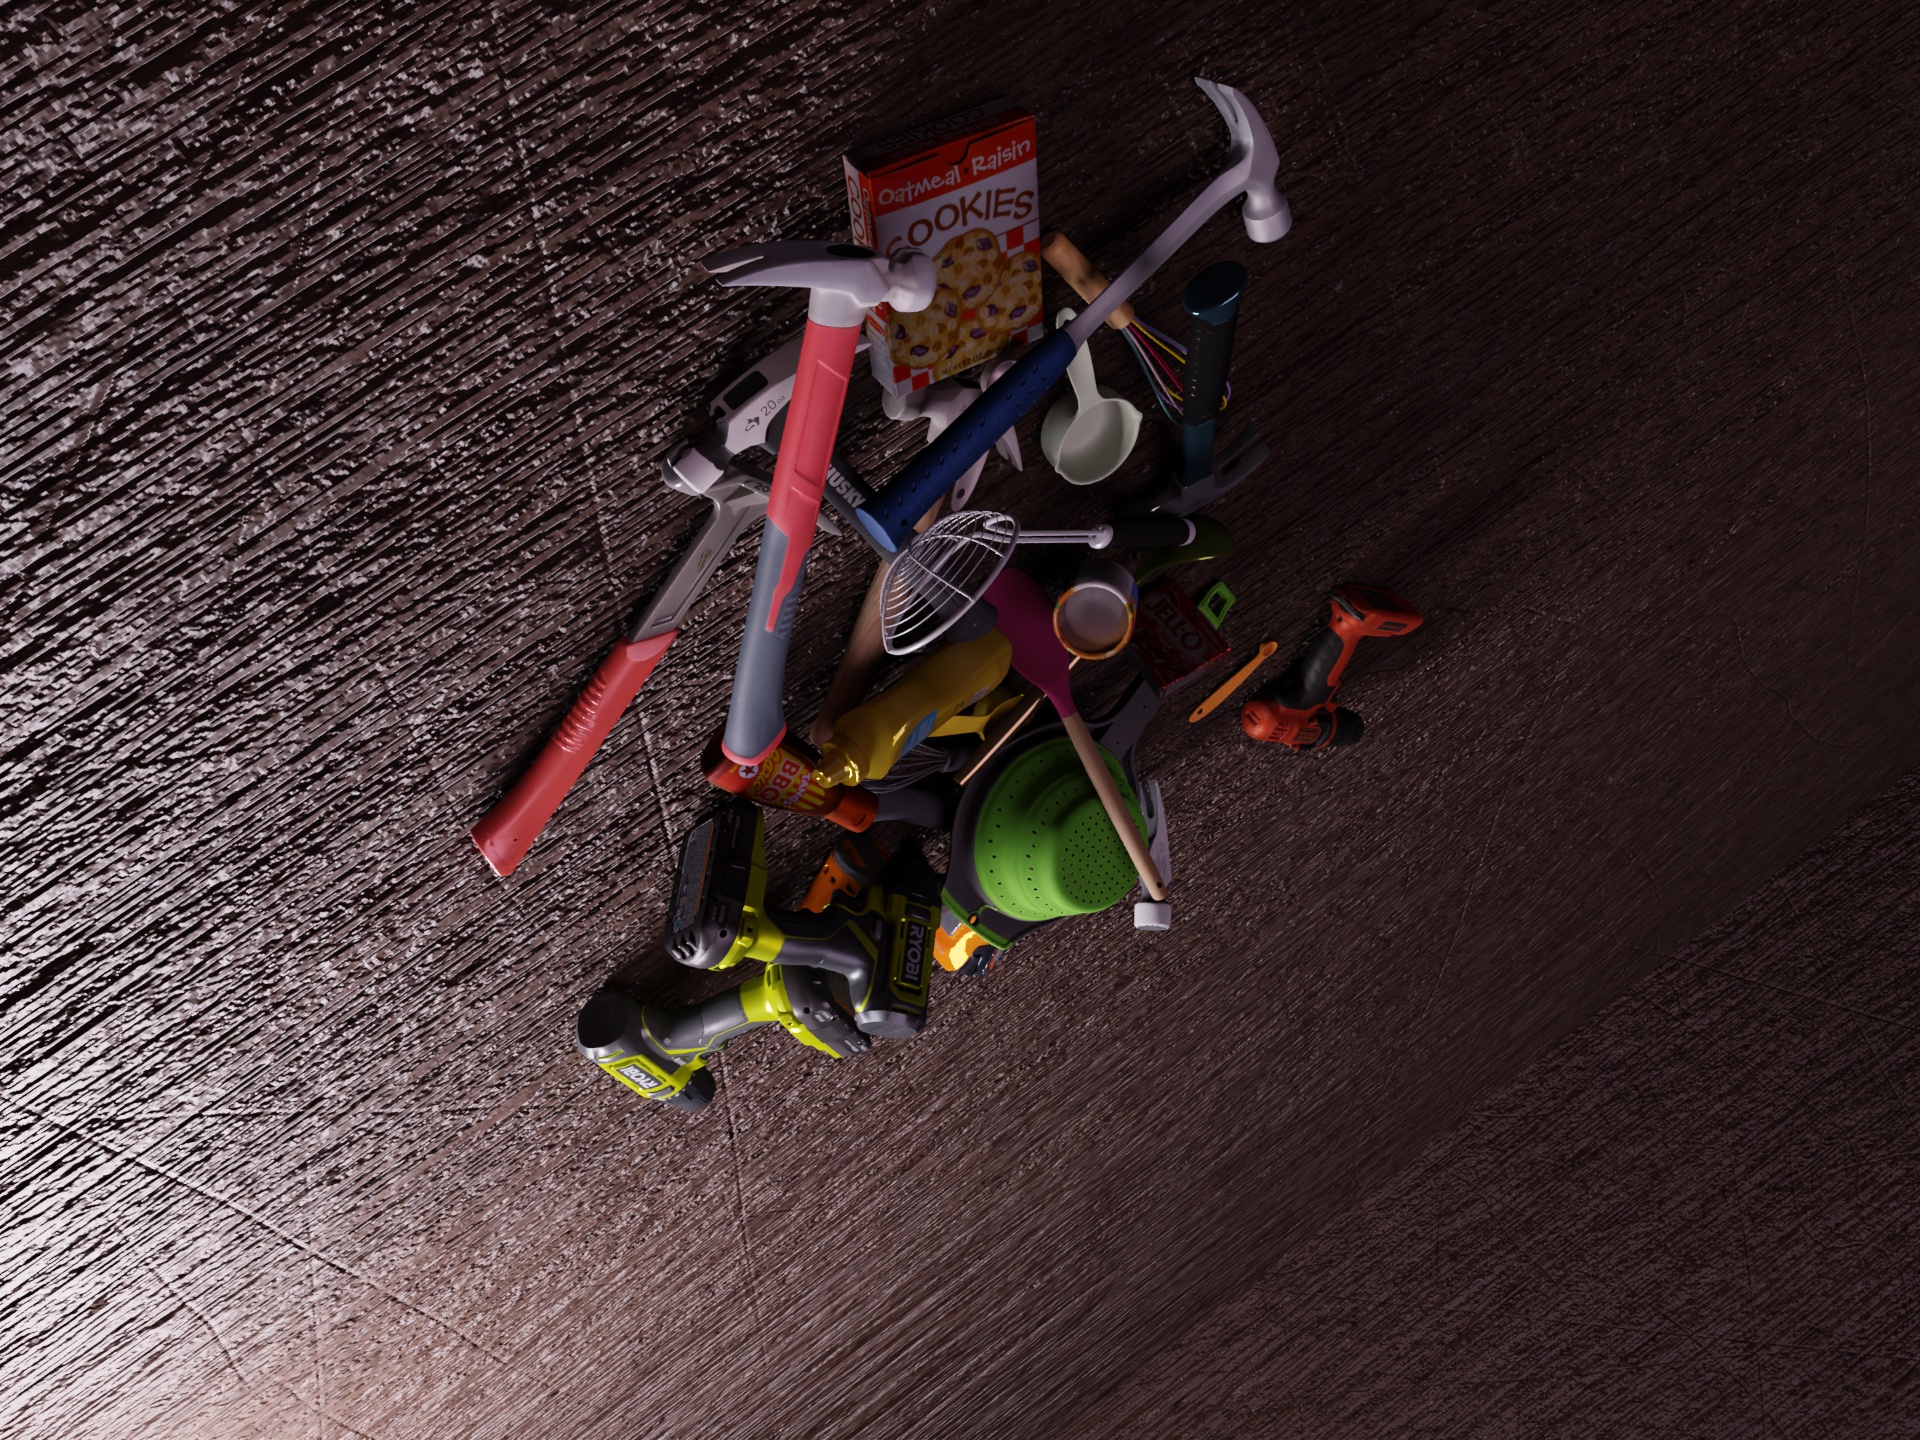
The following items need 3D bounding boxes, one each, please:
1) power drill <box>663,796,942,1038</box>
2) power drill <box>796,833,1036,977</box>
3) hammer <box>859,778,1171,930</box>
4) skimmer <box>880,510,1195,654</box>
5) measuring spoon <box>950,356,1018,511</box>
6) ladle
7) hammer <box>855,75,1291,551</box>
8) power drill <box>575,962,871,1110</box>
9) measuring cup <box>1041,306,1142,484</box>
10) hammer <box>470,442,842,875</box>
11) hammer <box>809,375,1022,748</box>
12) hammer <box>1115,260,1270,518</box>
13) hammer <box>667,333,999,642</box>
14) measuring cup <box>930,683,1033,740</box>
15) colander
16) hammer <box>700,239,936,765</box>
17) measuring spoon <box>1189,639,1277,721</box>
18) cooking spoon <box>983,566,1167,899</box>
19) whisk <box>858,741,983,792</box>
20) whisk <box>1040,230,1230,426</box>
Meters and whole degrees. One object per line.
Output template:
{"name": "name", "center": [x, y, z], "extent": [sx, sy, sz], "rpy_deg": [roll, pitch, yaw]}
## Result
{"name": "power drill", "center": [-0.119, 0.152, 1.310], "extent": [0.223, 0.171, 0.080], "rpy_deg": [22, 150, -28]}
{"name": "power drill", "center": [-0.055, 0.188, 1.492], "extent": [0.226, 0.084, 0.164], "rpy_deg": [8, 124, -40]}
{"name": "hammer", "center": [0.057, 0.099, 1.492], "extent": [0.408, 0.149, 0.036], "rpy_deg": [16, 161, -39]}
{"name": "skimmer", "center": [0.079, -0.111, 1.198], "extent": [0.363, 0.090, 0.127], "rpy_deg": [-9, 164, -48]}
{"name": "measuring spoon", "center": [0.012, -0.208, 1.151], "extent": [0.034, 0.018, 0.124], "rpy_deg": [-11, 134, -43]}
{"name": "ladle", "center": [0.114, -0.056, 1.379], "extent": [0.062, 0.078, 0.320], "rpy_deg": [42, 91, -9]}
{"name": "hammer", "center": [0.079, -0.275, 1.103], "extent": [0.405, 0.035, 0.143], "rpy_deg": [-46, 141, -10]}
{"name": "power drill", "center": [-0.200, 0.279, 1.415], "extent": [0.228, 0.080, 0.190], "rpy_deg": [-19, 143, 10]}
{"name": "measuring cup", "center": [0.086, -0.252, 1.202], "extent": [0.083, 0.038, 0.167], "rpy_deg": [-34, 141, -9]}
{"name": "hammer", "center": [-0.237, -0.031, 1.147], "extent": [0.149, 0.037, 0.359], "rpy_deg": [19, 113, -49]}
{"name": "hammer", "center": [-0.049, -0.113, 1.230], "extent": [0.130, 0.031, 0.331], "rpy_deg": [-3, 130, -38]}
{"name": "hammer", "center": [0.181, -0.237, 1.197], "extent": [0.128, 0.033, 0.330], "rpy_deg": [-25, 162, -4]}
{"name": "hammer", "center": [-0.056, -0.146, 1.132], "extent": [0.146, 0.035, 0.334], "rpy_deg": [-44, 143, 4]}
{"name": "measuring cup", "center": [-0.002, -0.004, 1.379], "extent": [0.156, 0.029, 0.062], "rpy_deg": [-3, 128, -39]}
{"name": "colander", "center": [0.148, 0.042, 1.431], "extent": [0.397, 0.095, 0.204], "rpy_deg": [-53, 126, -8]}
{"name": "hammer", "center": [-0.125, -0.124, 1.036], "extent": [0.143, 0.038, 0.386], "rpy_deg": [-9, 134, -32]}
{"name": "measuring spoon", "center": [0.272, -0.041, 1.599], "extent": [0.117, 0.011, 0.021], "rpy_deg": [-44, 144, 10]}
{"name": "cooking spoon", "center": [0.102, 0.017, 1.347], "extent": [0.069, 0.017, 0.318], "rpy_deg": [-35, 104, -29]}
{"name": "whisk", "center": [-0.014, 0.032, 1.396], "extent": [0.238, 0.055, 0.055], "rpy_deg": [-2, 129, -46]}
{"name": "whisk", "center": [0.130, -0.291, 1.199], "extent": [0.051, 0.047, 0.244], "rpy_deg": [-47, 138, 11]}
